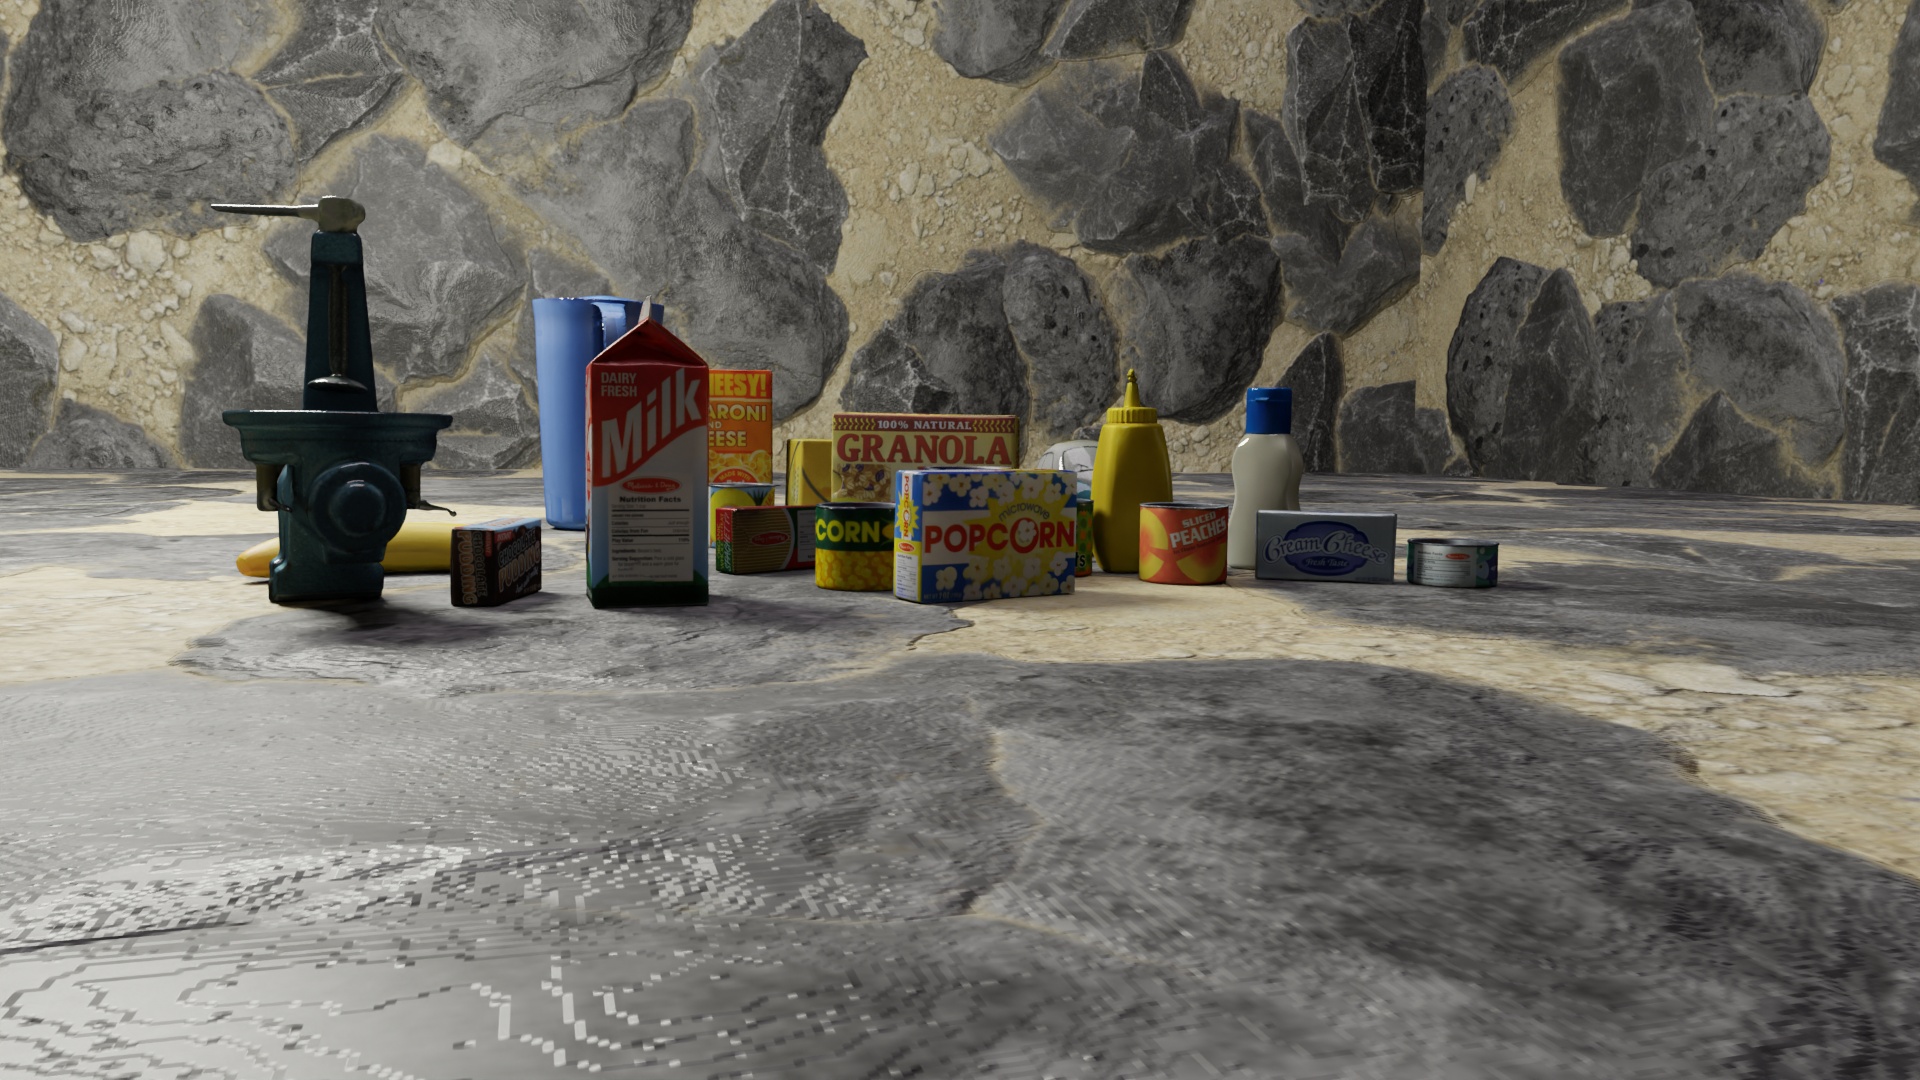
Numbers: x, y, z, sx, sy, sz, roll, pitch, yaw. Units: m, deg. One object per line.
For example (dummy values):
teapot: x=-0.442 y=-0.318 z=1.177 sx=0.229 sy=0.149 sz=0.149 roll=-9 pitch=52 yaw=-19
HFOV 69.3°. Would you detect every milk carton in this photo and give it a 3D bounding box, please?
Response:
milk carton: x=-0.199 y=-0.057 z=0.877 sx=0.073 sy=0.190 sz=0.072 roll=-1 pitch=4 yaw=-18

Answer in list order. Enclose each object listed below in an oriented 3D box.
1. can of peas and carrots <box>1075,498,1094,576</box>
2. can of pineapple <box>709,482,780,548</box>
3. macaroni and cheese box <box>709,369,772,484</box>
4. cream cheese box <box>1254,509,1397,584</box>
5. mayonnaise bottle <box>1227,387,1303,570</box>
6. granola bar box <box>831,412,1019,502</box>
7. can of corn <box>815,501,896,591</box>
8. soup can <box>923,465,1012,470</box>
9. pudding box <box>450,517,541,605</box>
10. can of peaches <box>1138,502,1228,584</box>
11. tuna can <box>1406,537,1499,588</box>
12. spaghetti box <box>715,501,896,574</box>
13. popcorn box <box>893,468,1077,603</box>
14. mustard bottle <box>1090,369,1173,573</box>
can of peas and carrots: x=0.070 y=-0.003 z=1.073 sx=0.071 sy=0.058 sz=0.071 roll=1 pitch=4 yaw=0
can of pineapple: x=-0.201 y=-0.023 z=1.273 sx=0.071 sy=0.057 sz=0.071 roll=1 pitch=5 yaw=0
macaroni and cheese box: x=-0.254 y=-0.091 z=1.417 sx=0.124 sy=0.166 sz=0.040 roll=0 pitch=4 yaw=-7
cream cheese box: x=0.276 y=0.004 z=1.054 sx=0.104 sy=0.053 sz=0.024 roll=2 pitch=4 yaw=14
mayonnaise bottle: x=0.251 y=-0.050 z=1.133 sx=0.065 sy=0.148 sz=0.041 roll=3 pitch=5 yaw=31
granola bar box: x=-0.032 y=-0.051 z=1.239 sx=0.165 sy=0.124 sz=0.039 roll=1 pitch=4 yaw=7
can of corn: x=-0.070 y=0.004 z=0.972 sx=0.071 sy=0.058 sz=0.071 roll=1 pitch=4 yaw=0
soup can: x=0.004 y=-0.013 z=1.029 sx=0.071 sy=0.083 sz=0.071 roll=1 pitch=4 yaw=0
pudding box: x=-0.294 y=0.012 z=0.882 sx=0.030 sy=0.049 sz=0.084 roll=1 pitch=5 yaw=2
can of peaches: x=0.167 y=0.002 z=1.037 sx=0.071 sy=0.058 sz=0.071 roll=1 pitch=5 yaw=0
tuna can: x=0.372 y=0.016 z=1.050 sx=0.071 sy=0.032 sz=0.071 roll=1 pitch=5 yaw=0
spaghetti box: x=-0.088 y=-0.006 z=1.127 sx=0.251 sy=0.050 sz=0.028 roll=-4 pitch=6 yaw=-44
popcorn box: x=0.018 y=-0.005 z=0.927 sx=0.127 sy=0.085 sz=0.038 roll=-2 pitch=5 yaw=-33
mustard bottle: x=0.137 y=-0.055 z=1.102 sx=0.065 sy=0.160 sz=0.049 roll=0 pitch=4 yaw=-14
